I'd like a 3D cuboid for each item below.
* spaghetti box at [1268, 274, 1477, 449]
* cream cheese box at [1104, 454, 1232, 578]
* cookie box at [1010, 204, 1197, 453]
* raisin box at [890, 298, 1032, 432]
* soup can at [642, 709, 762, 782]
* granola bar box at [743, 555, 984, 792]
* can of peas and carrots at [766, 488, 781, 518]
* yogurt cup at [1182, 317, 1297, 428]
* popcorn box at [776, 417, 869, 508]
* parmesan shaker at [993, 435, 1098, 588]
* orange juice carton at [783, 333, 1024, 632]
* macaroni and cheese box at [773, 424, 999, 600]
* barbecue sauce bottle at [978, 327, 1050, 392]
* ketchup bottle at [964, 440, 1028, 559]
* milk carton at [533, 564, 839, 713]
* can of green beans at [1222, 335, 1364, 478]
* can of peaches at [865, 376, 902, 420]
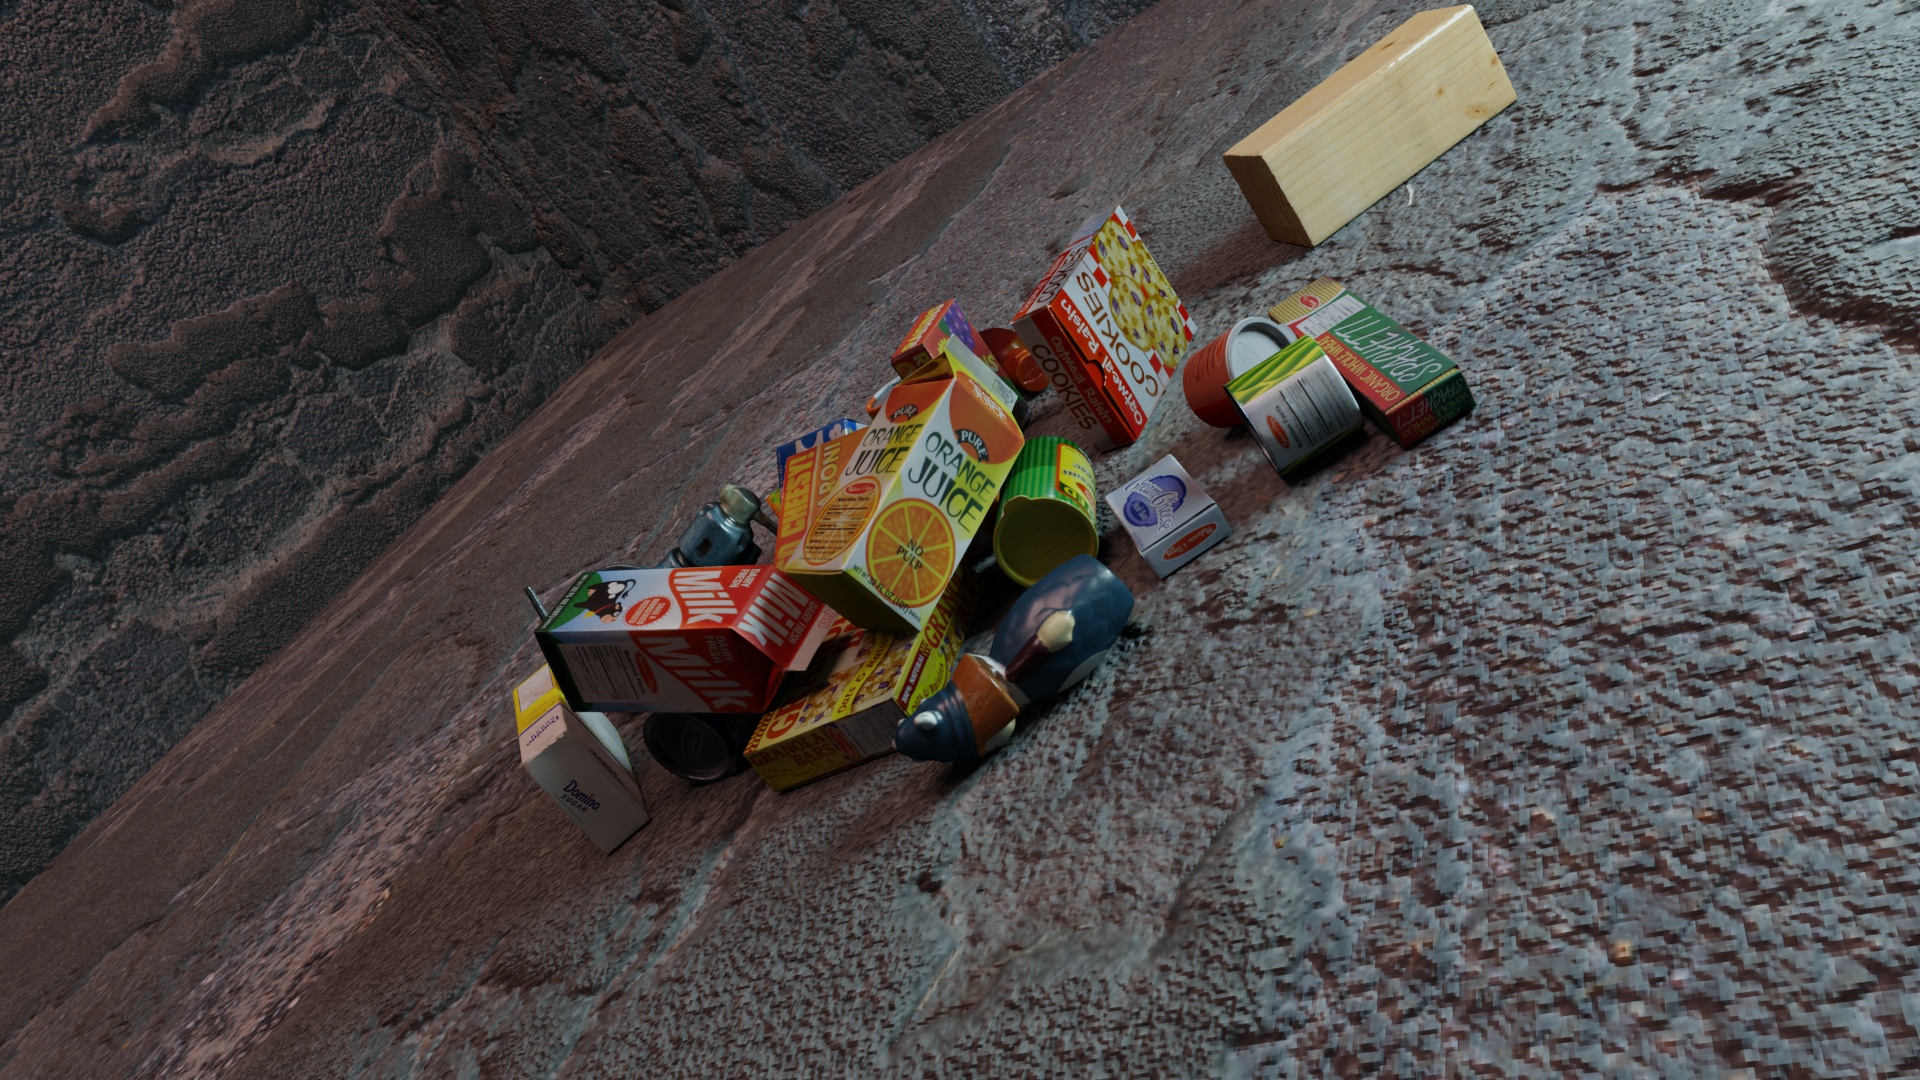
[{"bbox_3d":[0.253,-0.119,0.879,0.050,0.028,0.251,-32,21,10],"label":"spaghetti box"},{"bbox_3d":[0.126,-0.017,0.861,0.053,0.024,0.104,-33,21,5],"label":"cream cheese box"},{"bbox_3d":[0.114,-0.164,1.059,0.040,0.122,0.168,-20,25,39],"label":"cookie box"},{"bbox_3d":[0.002,-0.128,1.157,0.040,0.123,0.086,-22,25,33],"label":"raisin box"},{"bbox_3d":[-0.173,0.120,0.982,0.071,0.071,0.084,-23,23,32],"label":"soup can"},{"bbox_3d":[-0.060,0.082,0.917,0.124,0.039,0.166,-24,24,28],"label":"granola bar box"},{"bbox_3d":[-0.131,-0.030,1.234,0.059,0.071,0.071,-38,20,-3],"label":"can of peas and carrots"},{"bbox_3d":[0.184,-0.107,0.914,0.073,0.072,0.053,-49,16,-32],"label":"yogurt cup"},{"bbox_3d":[-0.103,-0.024,1.114,0.085,0.038,0.127,-19,70,39],"label":"popcorn box"},{"bbox_3d":[0.056,-0.023,0.917,0.071,0.071,0.103,-29,21,18],"label":"parmesan shaker"},{"bbox_3d":[-0.026,-0.040,0.904,0.073,0.071,0.193,0,55,53],"label":"orange juice carton"},{"bbox_3d":[-0.053,-0.031,1.010,0.166,0.040,0.124,-19,47,23],"label":"macaroni and cheese box"},{"bbox_3d":[0.043,-0.165,1.287,0.065,0.043,0.149,-39,21,-6],"label":"barbecue sauce bottle"},{"bbox_3d":[0.004,-0.013,1.019,0.148,0.043,0.065,-34,27,8],"label":"ketchup bottle"},{"bbox_3d":[-0.176,0.066,0.928,0.190,0.073,0.073,-2,33,21],"label":"milk carton"},{"bbox_3d":[0.198,-0.080,0.826,0.058,0.071,0.071,-32,21,9],"label":"can of green beans"},{"bbox_3d":[-0.047,-0.120,1.311,0.071,0.058,0.071,-31,20,13],"label":"can of peaches"}]
